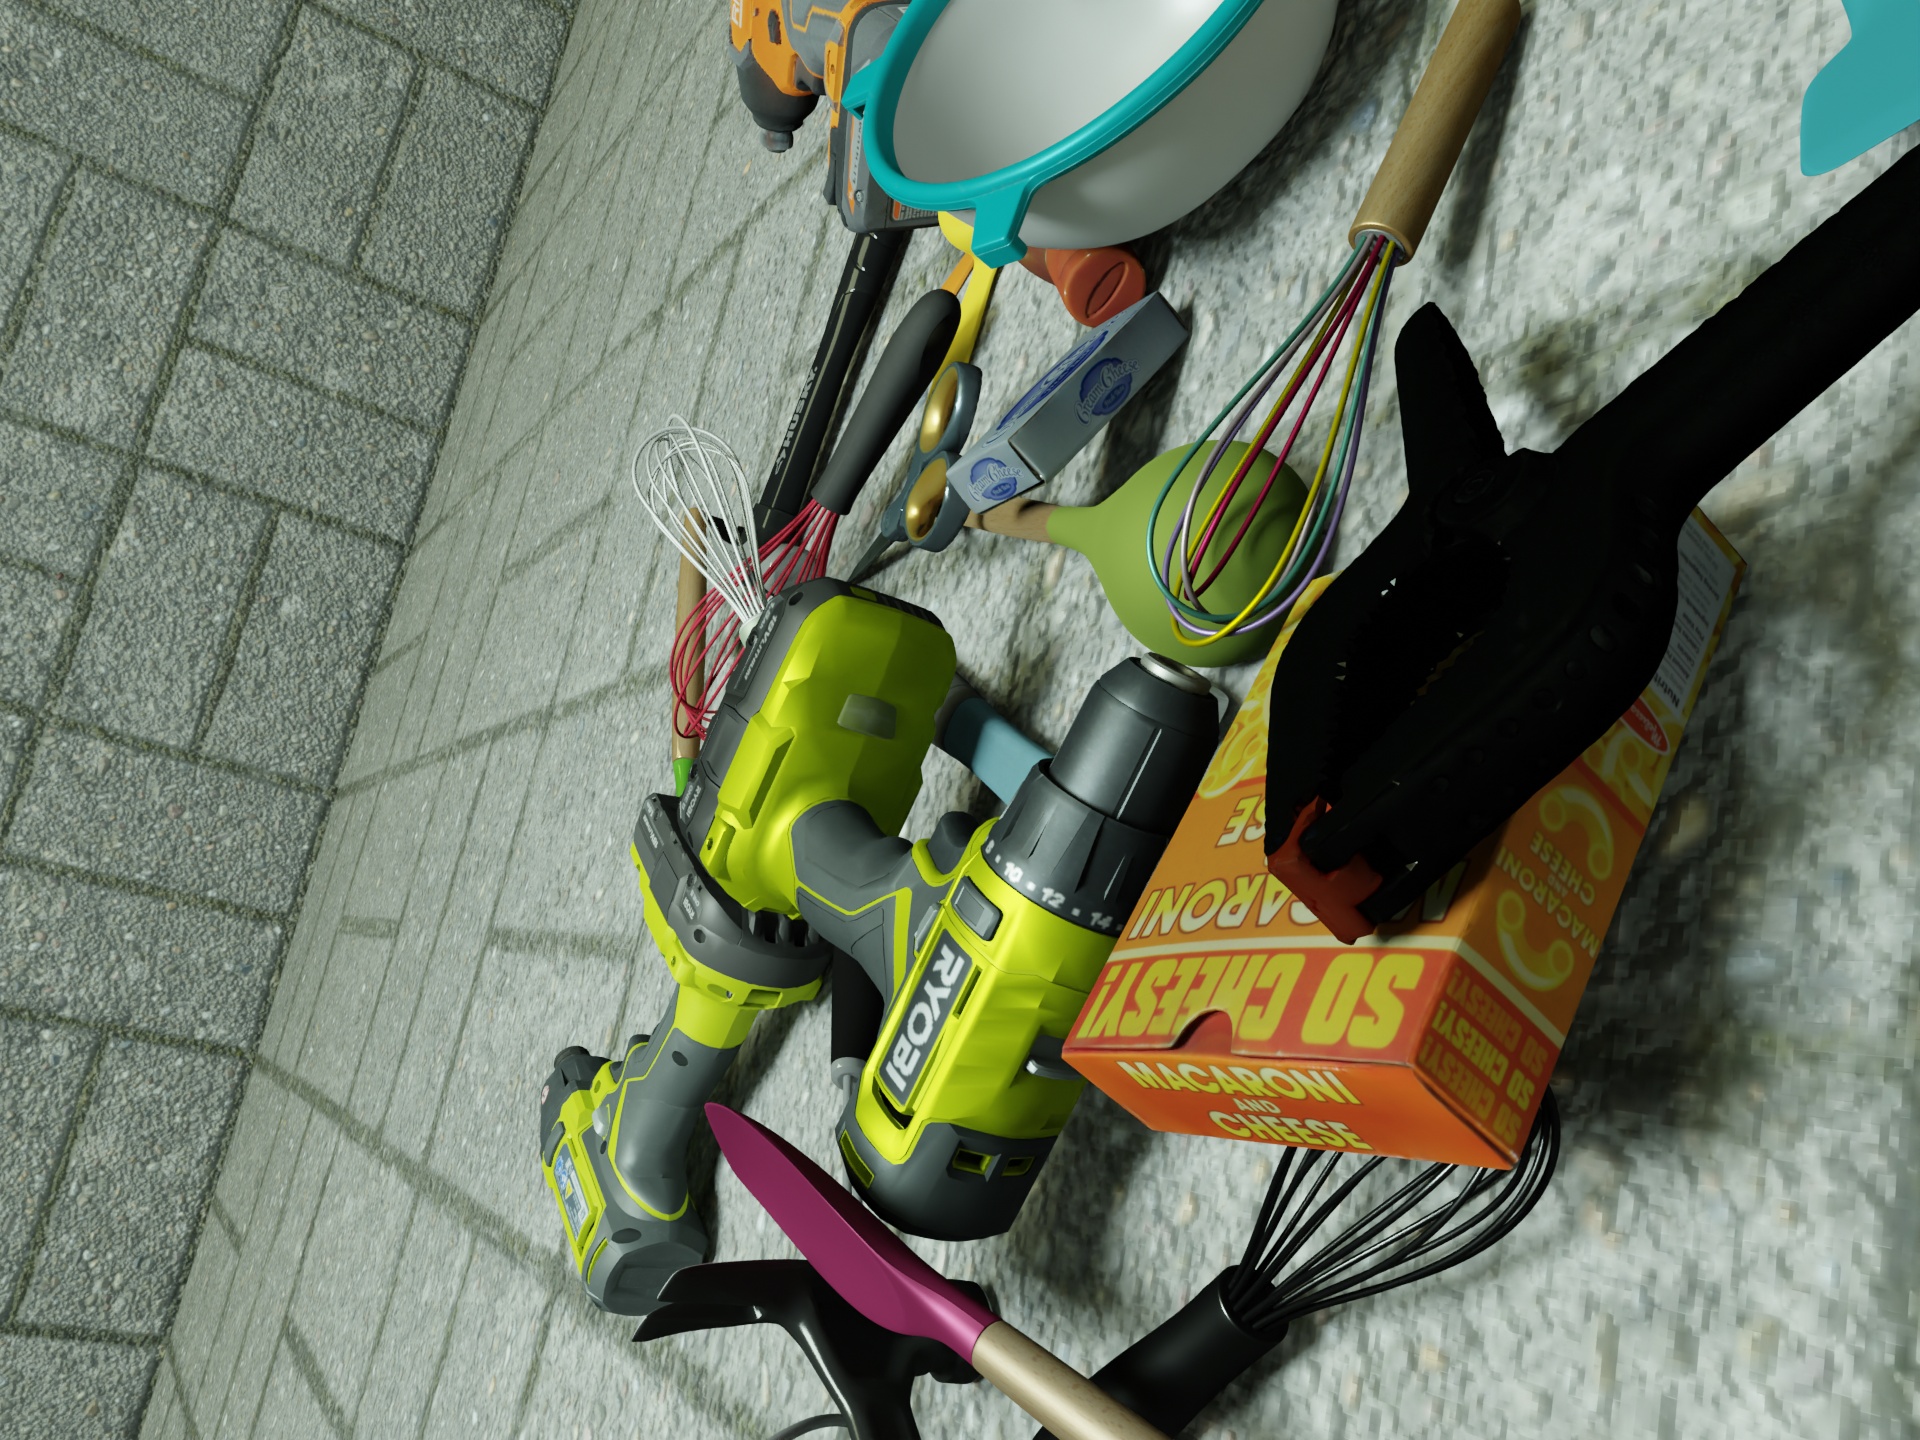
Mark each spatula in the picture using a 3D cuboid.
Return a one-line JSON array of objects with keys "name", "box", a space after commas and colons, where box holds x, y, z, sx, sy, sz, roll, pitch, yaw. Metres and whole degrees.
[{"name": "spatula", "box": [0.215, -0.242, 0.424, 0.082, 0.044, 0.318, -32, 42, 30]}]

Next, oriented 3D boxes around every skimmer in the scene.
[{"name": "skimmer", "box": [-0.071, 0.197, 0.623, 0.090, 0.127, 0.364, -11, 47, 10]}]

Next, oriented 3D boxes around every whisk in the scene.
[{"name": "whisk", "box": [0.119, -0.130, 0.497, 0.047, 0.051, 0.245, 96, -161, -77]}, {"name": "whisk", "box": [-0.104, -0.055, 0.806, 0.246, 0.058, 0.059, 62, 154, 20]}, {"name": "whisk", "box": [-0.079, -0.101, 0.855, 0.295, 0.073, 0.073, -56, 30, 24]}, {"name": "whisk", "box": [0.075, 0.156, 0.428, 0.239, 0.055, 0.055, -57, 30, 34]}]

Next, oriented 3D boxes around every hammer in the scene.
[{"name": "hammer", "box": [0.003, 0.289, 0.417, 0.034, 0.127, 0.337, -57, 36, 23]}, {"name": "hammer", "box": [-0.072, -0.239, 0.969, 0.146, 0.035, 0.335, 26, 96, 62]}, {"name": "hammer", "box": [-0.001, -0.002, 0.686, 0.128, 0.033, 0.331, -66, 27, 8]}]

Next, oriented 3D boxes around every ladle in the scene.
[{"name": "ladle", "box": [0.044, -0.079, 0.654, 0.320, 0.062, 0.078, -149, 70, -70]}]

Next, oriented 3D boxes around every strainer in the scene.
[{"name": "strainer", "box": [0.116, -0.303, 0.621, 0.340, 0.095, 0.211, -41, 41, 11]}]

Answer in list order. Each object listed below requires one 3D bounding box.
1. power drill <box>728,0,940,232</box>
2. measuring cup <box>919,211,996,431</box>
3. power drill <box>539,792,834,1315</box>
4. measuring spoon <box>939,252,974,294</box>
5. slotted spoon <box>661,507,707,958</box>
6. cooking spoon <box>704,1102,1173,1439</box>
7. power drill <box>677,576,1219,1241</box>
[{"name": "power drill", "box": [-0.067, -0.364, 0.894, 0.227, 0.084, 0.164, 56, 149, 37]}, {"name": "measuring cup", "box": [-0.002, -0.222, 0.824, 0.062, 0.029, 0.156, 22, 96, 49]}, {"name": "power drill", "box": [-0.150, 0.156, 0.803, 0.171, 0.080, 0.223, 47, 117, 52]}, {"name": "measuring spoon", "box": [-0.012, -0.236, 0.879, 0.117, 0.011, 0.021, -50, 34, 35]}, {"name": "slotted spoon", "box": [-0.164, 0.004, 0.950, 0.070, 0.031, 0.314, 111, 159, -59]}, {"name": "cooking spoon", "box": [0.026, 0.180, 0.424, 0.319, 0.017, 0.068, 21, 137, 44]}, {"name": "power drill", "box": [-0.010, 0.036, 0.556, 0.229, 0.080, 0.190, 43, 112, 53]}]
